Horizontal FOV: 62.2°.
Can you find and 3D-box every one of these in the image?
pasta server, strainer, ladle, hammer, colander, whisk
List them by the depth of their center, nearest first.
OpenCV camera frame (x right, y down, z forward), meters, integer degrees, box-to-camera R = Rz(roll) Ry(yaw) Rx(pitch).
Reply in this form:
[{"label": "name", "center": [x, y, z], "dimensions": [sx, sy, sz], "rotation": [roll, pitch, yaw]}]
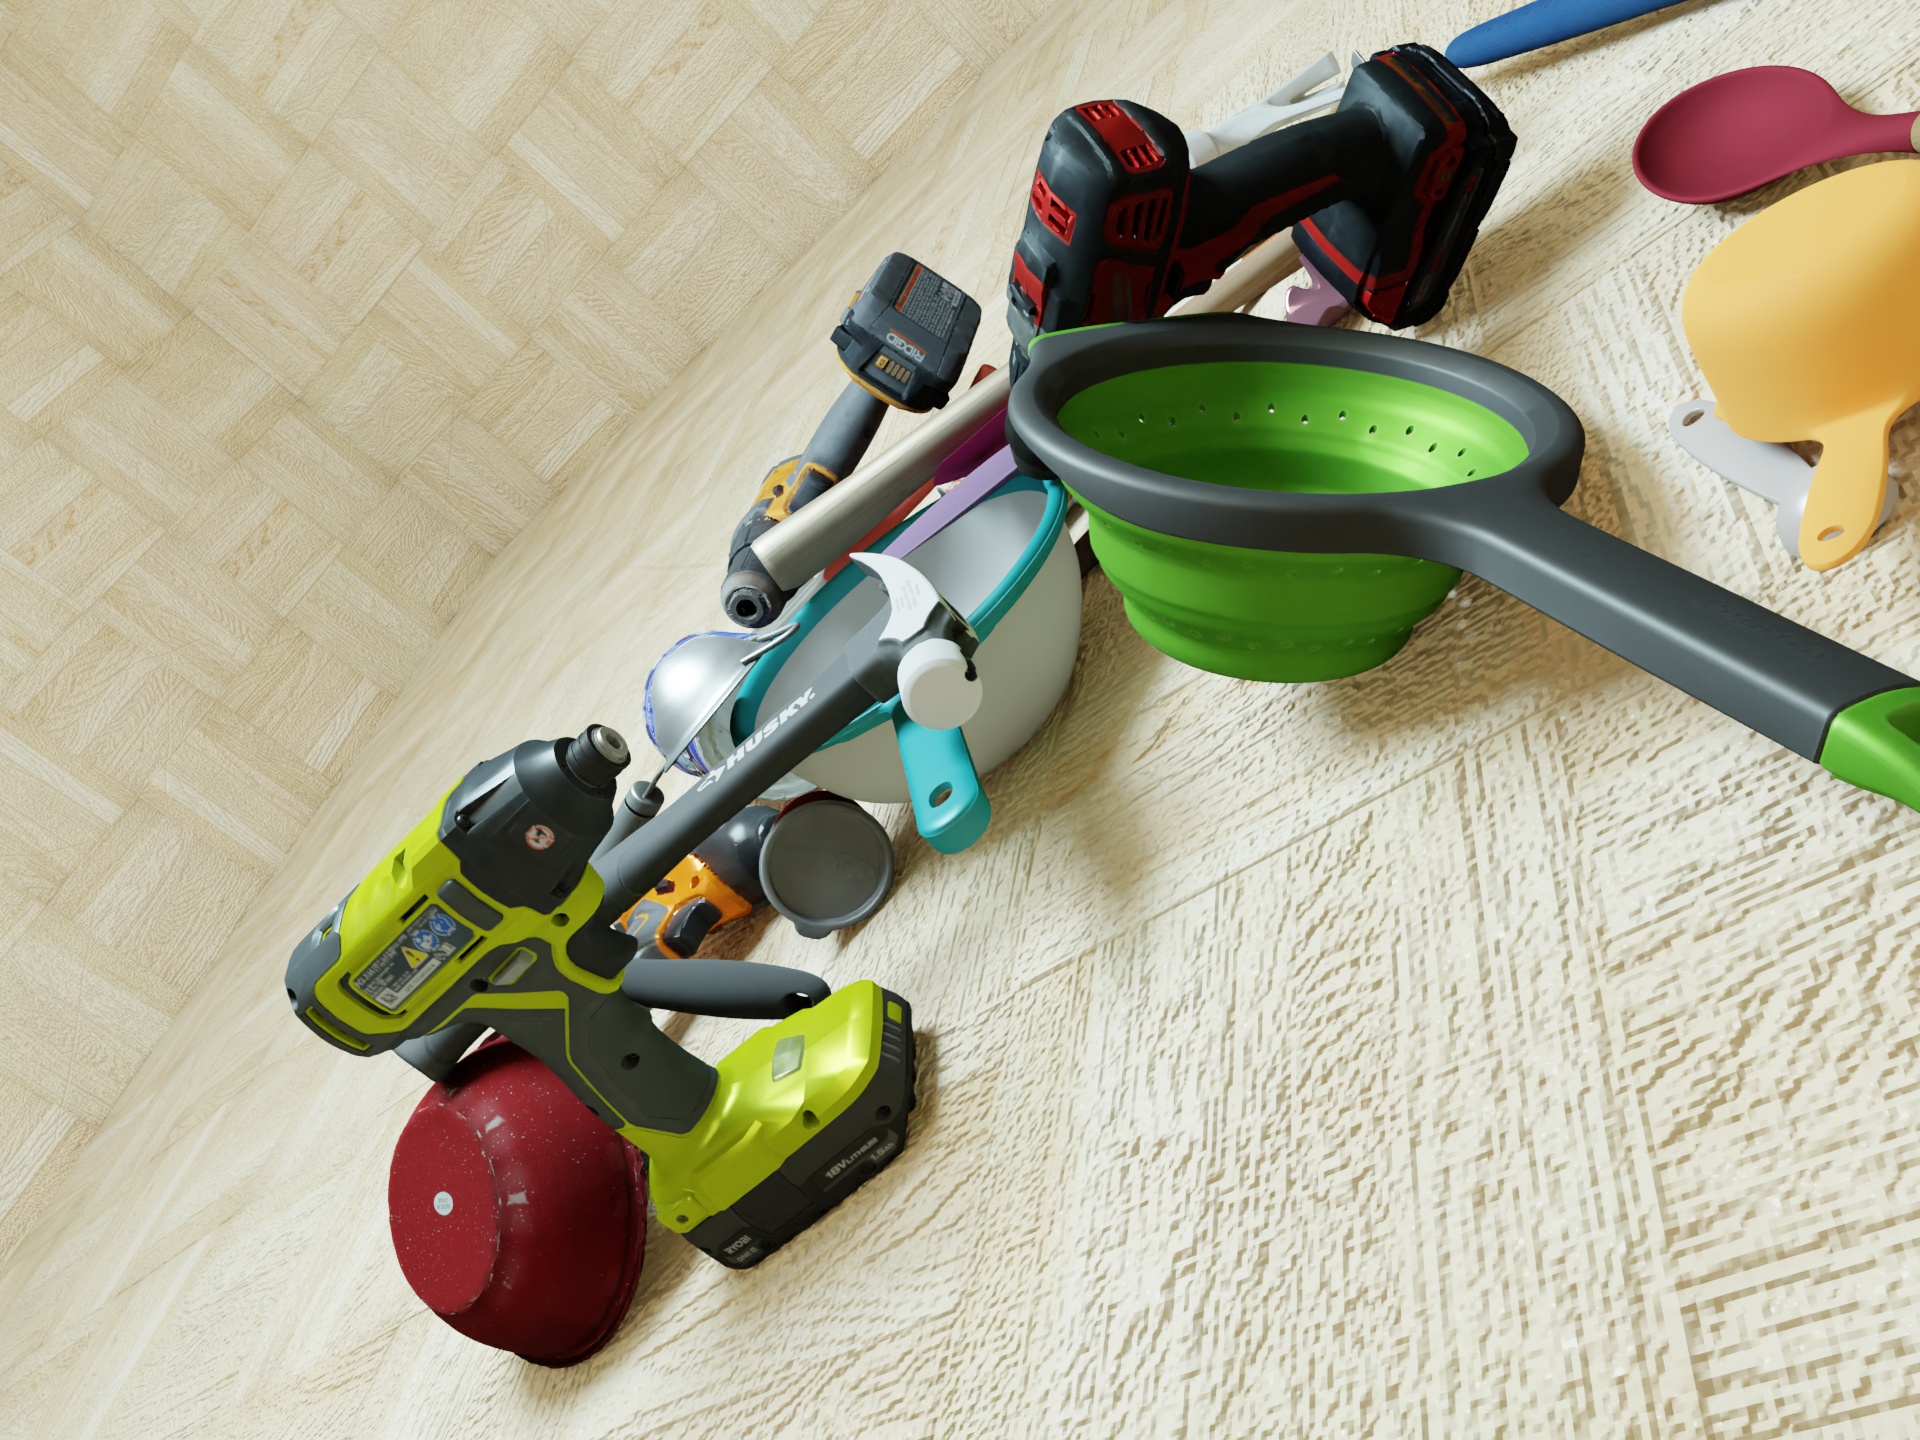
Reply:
[{"label": "ladle", "center": [0.342, -0.199, 0.526], "dimensions": [0.069, 0.031, 0.316], "rotation": [-51, 23, 2]}, {"label": "colander", "center": [0.153, -0.040, 0.533], "dimensions": [0.204, 0.094, 0.398], "rotation": [-13, 32, -22]}, {"label": "hammer", "center": [-0.131, 0.050, 0.708], "dimensions": [0.335, 0.035, 0.146], "rotation": [-39, 27, 12]}, {"label": "strainer", "center": [-0.001, -0.002, 0.756], "dimensions": [0.211, 0.095, 0.341], "rotation": [-37, 24, 9]}, {"label": "whisk", "center": [-0.181, 0.123, 0.778], "dimensions": [0.055, 0.239, 0.055], "rotation": [3, -88, -87]}, {"label": "strainer", "center": [-0.162, 0.034, 0.820], "dimensions": [0.258, 0.050, 0.087], "rotation": [-55, 5, 29]}, {"label": "pasta server", "center": [0.129, -0.164, 0.863], "dimensions": [0.316, 0.040, 0.060], "rotation": [-46, 32, 10]}, {"label": "hammer", "center": [0.059, -0.205, 0.863], "dimensions": [0.410, 0.038, 0.146], "rotation": [-36, -7, -1]}, {"label": "hammer", "center": [0.282, -0.384, 0.911], "dimensions": [0.144, 0.035, 0.406], "rotation": [-35, 20, -19]}, {"label": "hammer", "center": [-0.068, -0.126, 1.111], "dimensions": [0.359, 0.036, 0.149], "rotation": [-39, 21, 49]}]

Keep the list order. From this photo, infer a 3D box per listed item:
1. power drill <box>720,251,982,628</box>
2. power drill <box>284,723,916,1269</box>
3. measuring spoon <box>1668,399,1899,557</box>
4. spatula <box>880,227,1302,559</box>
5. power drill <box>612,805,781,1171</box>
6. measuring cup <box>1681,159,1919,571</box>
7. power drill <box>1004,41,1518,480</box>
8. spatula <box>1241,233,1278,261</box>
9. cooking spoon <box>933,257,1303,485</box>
[{"label": "power drill", "center": [-0.081, -0.172, 1.028], "dimensions": [0.226, 0.084, 0.185], "rotation": [-52, 13, 30]}, {"label": "power drill", "center": [-0.129, 0.111, 0.639], "dimensions": [0.171, 0.223, 0.080], "rotation": [-41, 23, 20]}, {"label": "measuring spoon", "center": [0.255, -0.086, 0.512], "dimensions": [0.034, 0.018, 0.124], "rotation": [-42, 21, 17]}, {"label": "spatula", "center": [0.082, -0.177, 0.812], "dimensions": [0.316, 0.018, 0.060], "rotation": [-38, 16, -3]}, {"label": "power drill", "center": [-0.169, 0.140, 0.871], "dimensions": [0.164, 0.084, 0.227], "rotation": [-26, 27, 41]}, {"label": "measuring cup", "center": [0.253, -0.108, 0.466], "dimensions": [0.095, 0.052, 0.174], "rotation": [-20, 24, 43]}, {"label": "power drill", "center": [0.121, -0.205, 0.728], "dimensions": [0.226, 0.080, 0.187], "rotation": [-20, -29, -21]}, {"label": "spatula", "center": [0.124, -0.227, 0.951], "dimensions": [0.322, 0.041, 0.081], "rotation": [-48, 21, -17]}, {"label": "cooking spoon", "center": [0.117, -0.213, 0.867], "dimensions": [0.319, 0.017, 0.068], "rotation": [-34, -6, -12]}]
